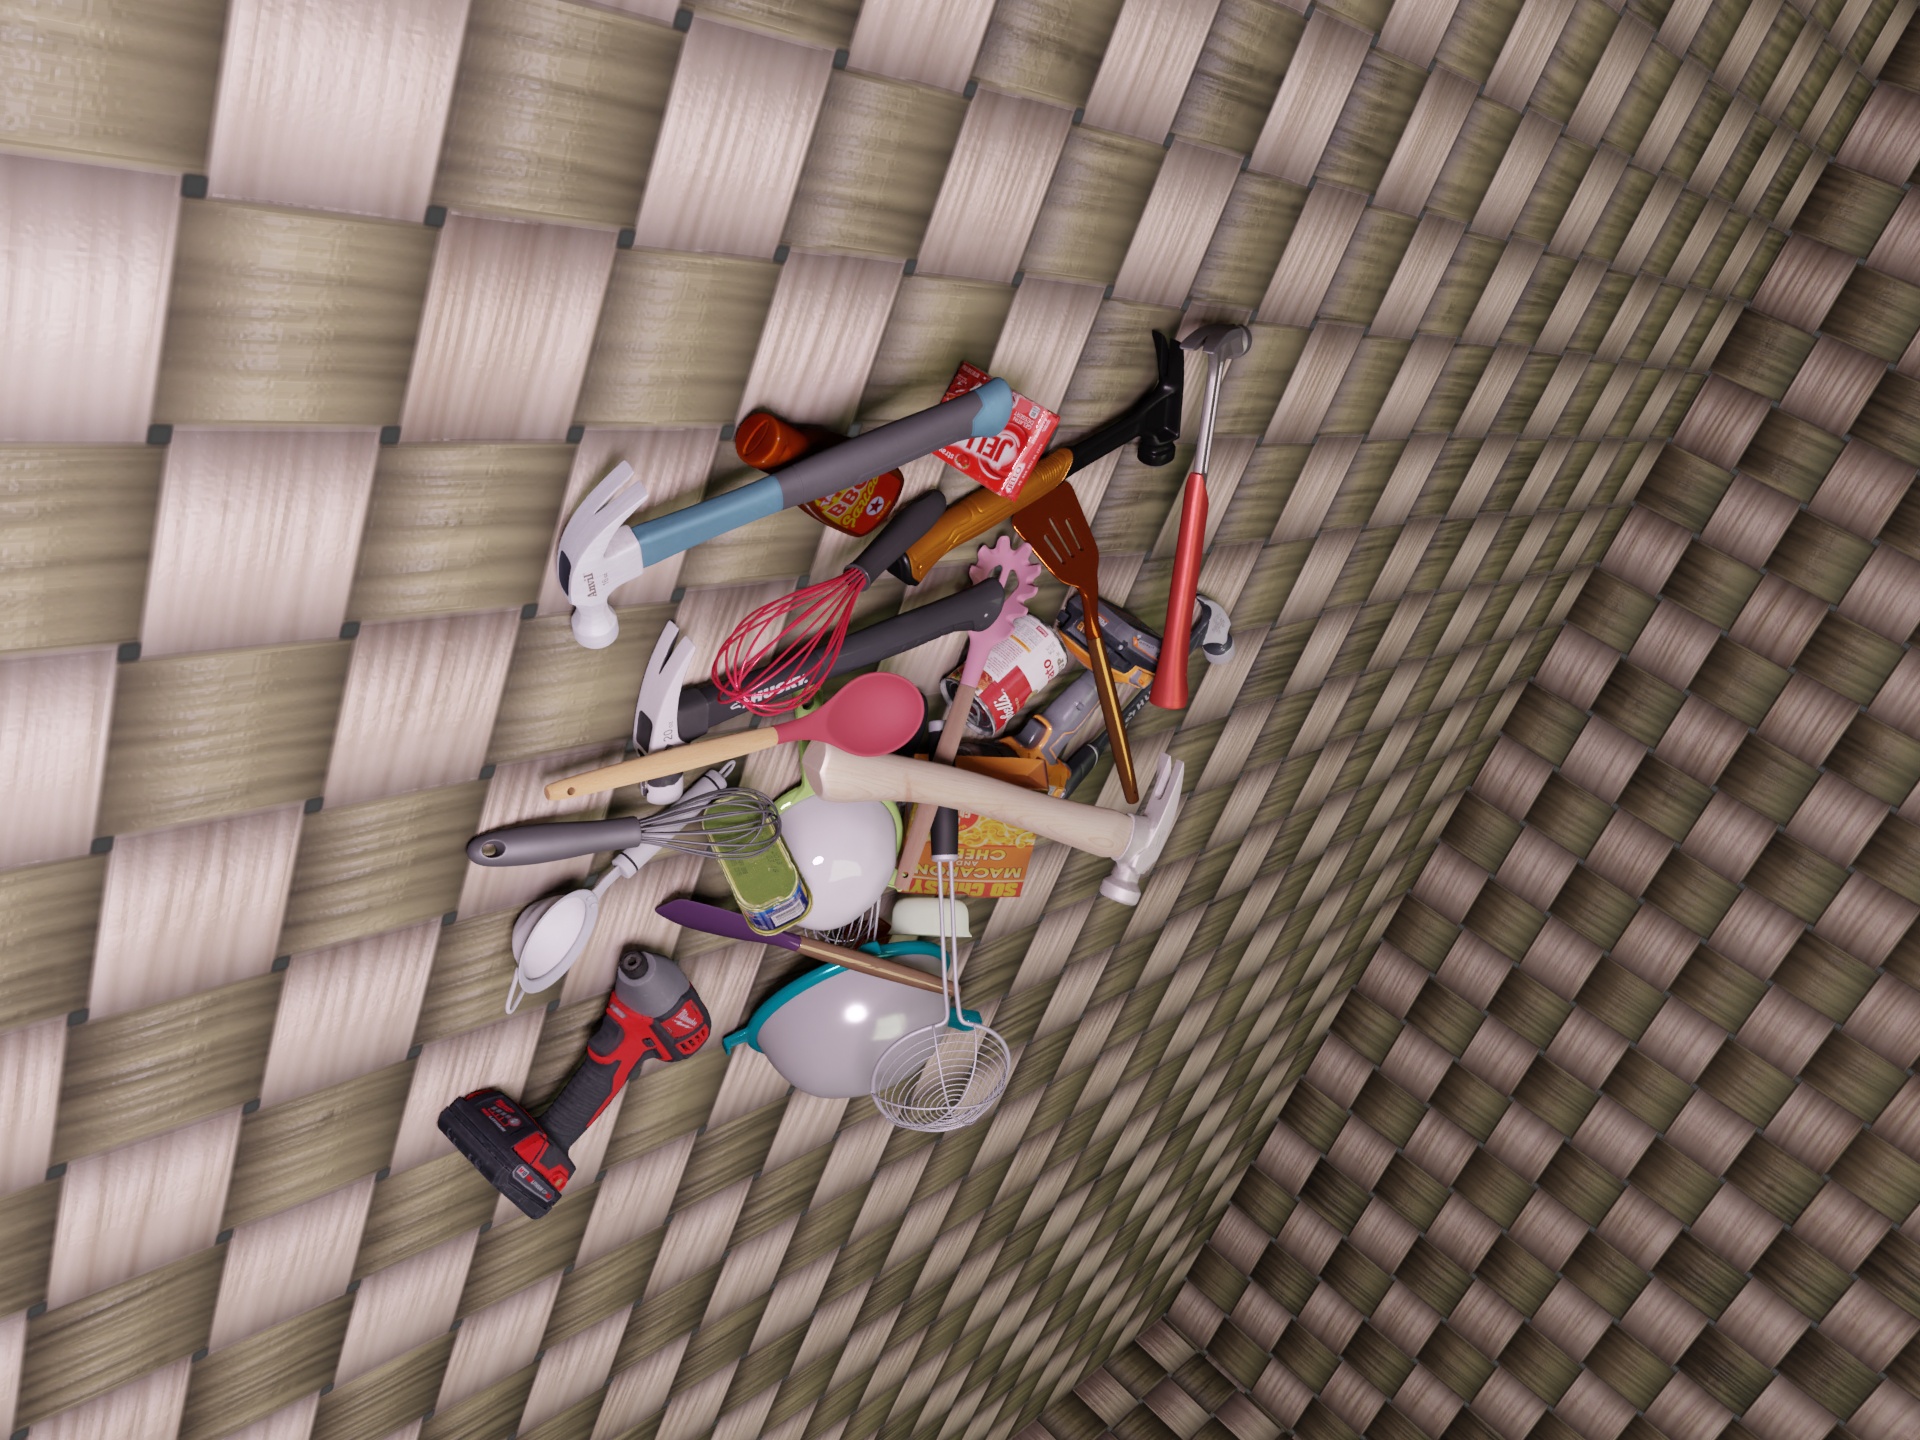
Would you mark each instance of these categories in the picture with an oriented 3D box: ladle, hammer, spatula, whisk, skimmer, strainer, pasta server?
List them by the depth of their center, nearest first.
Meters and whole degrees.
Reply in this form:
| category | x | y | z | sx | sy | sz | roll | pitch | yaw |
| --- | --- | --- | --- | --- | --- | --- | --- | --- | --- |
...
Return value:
| category | x | y | z | sx | sy | sz | roll | pitch | yaw |
| --- | --- | --- | --- | --- | --- | --- | --- | --- | --- |
| hammer | -0.110 | -0.155 | 1.053 | 0.331 | 0.033 | 0.128 | -26 | 151 | -20 |
| whisk | -0.237 | 0.084 | 1.152 | 0.239 | 0.055 | 0.055 | -5 | 127 | -32 |
| whisk | -0.085 | -0.094 | 1.161 | 0.296 | 0.073 | 0.073 | -51 | 157 | -43 |
| ladle | -0.160 | 0.018 | 1.176 | 0.315 | 0.031 | 0.069 | -15 | 112 | -37 |
| strainer | -0.261 | 0.115 | 1.204 | 0.258 | 0.050 | 0.086 | -45 | 157 | -26 |
| hammer | -0.099 | -0.051 | 1.230 | 0.335 | 0.035 | 0.146 | -23 | 140 | -32 |
| strainer | -0.109 | 0.085 | 1.329 | 0.151 | 0.069 | 0.256 | -16 | 129 | -19 |
| hammer | 0.068 | -0.209 | 1.334 | 0.337 | 0.034 | 0.127 | -34 | 143 | -29 |
| pasta server | -0.002 | -0.004 | 1.371 | 0.040 | 0.060 | 0.316 | 170 | -61 | -89 |
| hammer | 0.038 | 0.062 | 1.380 | 0.410 | 0.038 | 0.146 | 17 | 96 | -41 |
| spatula | -0.123 | 0.200 | 1.382 | 0.315 | 0.018 | 0.060 | 22 | 147 | -35 |
| skimmer | -0.021 | 0.184 | 1.416 | 0.127 | 0.090 | 0.363 | 0 | 83 | -17 |
| whisk | -0.079 | 0.102 | 1.444 | 0.070 | 0.070 | 0.284 | -10 | 125 | -52 |
| spatula | 0.120 | -0.058 | 1.448 | 0.081 | 0.041 | 0.322 | -39 | 127 | -33 |
| hammer | 0.211 | -0.179 | 1.458 | 0.149 | 0.037 | 0.359 | -38 | 138 | -60 |
| strainer | -0.059 | 0.317 | 1.575 | 0.211 | 0.095 | 0.340 | -36 | 150 | 19 |
| hammer | 0.152 | 0.023 | 1.717 | 0.409 | 0.036 | 0.149 | -47 | 150 | -11 |

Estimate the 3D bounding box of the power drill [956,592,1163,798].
| category | x | y | z | sx | sy | sz | roll | pitch | yaw |
| --- | --- | --- | --- | --- | --- | --- | --- | --- | --- |
| power drill | 0.088 | -0.012 | 1.543 | 0.226 | 0.084 | 0.185 | -55 | 150 | 12 |

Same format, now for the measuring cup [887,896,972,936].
| category | x | y | z | sx | sy | sz | roll | pitch | yaw |
| --- | --- | --- | --- | --- | --- | --- | --- | --- | --- |
| measuring cup | -0.034 | 0.197 | 1.595 | 0.167 | 0.083 | 0.038 | 131 | -38 | -81 |

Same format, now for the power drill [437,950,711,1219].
| category | x | y | z | sx | sy | sz | roll | pitch | yaw |
| --- | --- | --- | --- | --- | --- | --- | --- | --- | --- |
| power drill | -0.304 | 0.284 | 1.292 | 0.220 | 0.079 | 0.143 | -45 | 151 | -21 |
